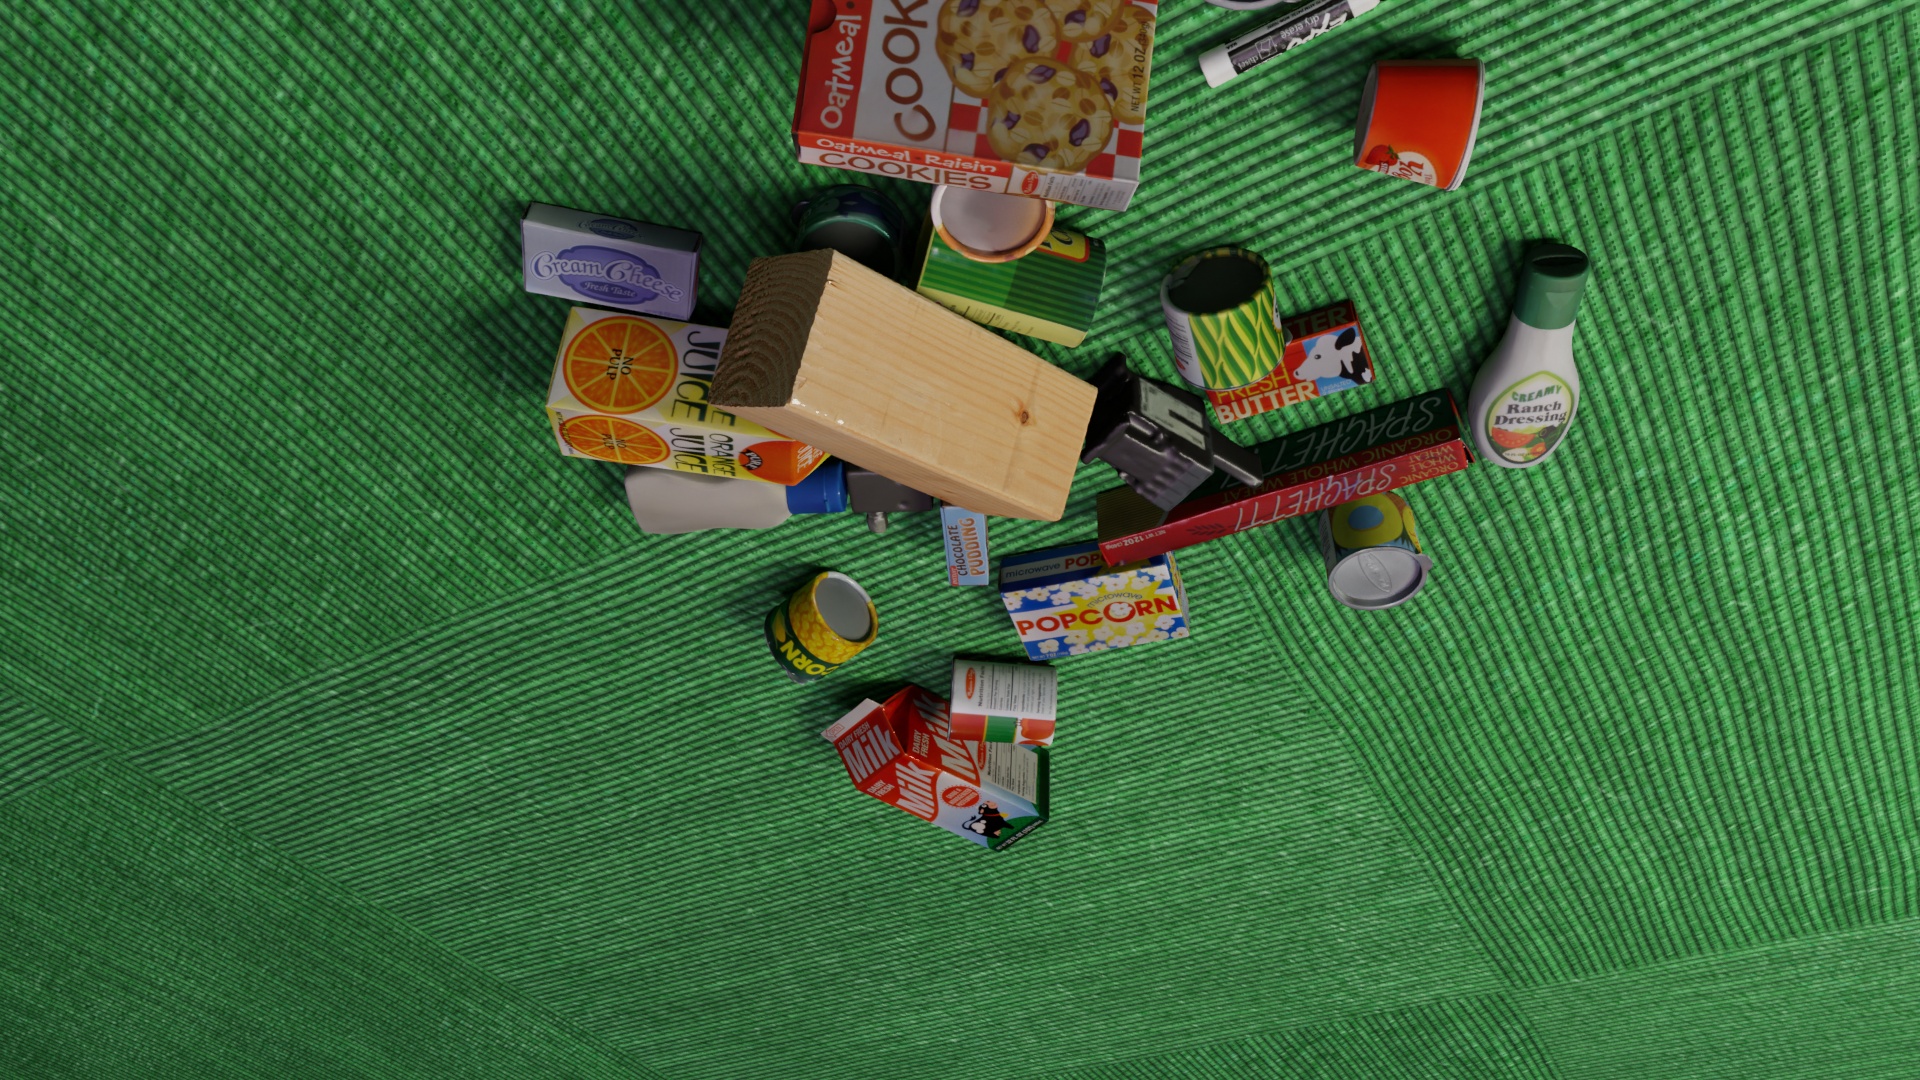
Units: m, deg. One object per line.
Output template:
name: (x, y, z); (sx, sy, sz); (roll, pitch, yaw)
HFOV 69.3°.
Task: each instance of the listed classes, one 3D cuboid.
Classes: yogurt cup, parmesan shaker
yogurt cup: (0.239, -0.221, 0.729); (0.054, 0.073, 0.072); (9, 137, 6)
parmesan shaker: (0.026, -0.157, 0.811); (0.103, 0.072, 0.071); (13, 136, -11)

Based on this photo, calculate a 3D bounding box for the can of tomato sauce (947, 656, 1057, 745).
can of tomato sauce: (0.033, 0.130, 1.112); (0.083, 0.071, 0.070); (4, 137, -1)

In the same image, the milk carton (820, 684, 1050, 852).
milk carton: (-0.020, 0.186, 1.168); (0.190, 0.074, 0.072); (29, 131, -24)

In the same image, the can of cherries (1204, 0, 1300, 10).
can of cherries: (0.124, -0.271, 0.600); (0.071, 0.059, 0.071); (1, 136, 1)

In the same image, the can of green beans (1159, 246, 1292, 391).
can of green beans: (0.156, -0.132, 0.825); (0.071, 0.071, 0.057); (-10, 134, 14)

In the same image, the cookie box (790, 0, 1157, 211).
cookie box: (0.009, -0.238, 0.683); (0.167, 0.123, 0.040); (8, 170, -4)

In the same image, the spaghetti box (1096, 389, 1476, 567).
spaghetti box: (0.211, -0.040, 0.931); (0.250, 0.050, 0.028); (-17, 134, 20)

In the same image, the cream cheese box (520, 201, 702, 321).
cream cheese box: (-0.212, -0.169, 0.843); (0.104, 0.024, 0.053); (10, 136, -6)

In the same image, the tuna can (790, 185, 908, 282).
tuna can: (-0.067, -0.174, 0.821); (0.071, 0.033, 0.070); (2, 137, 2)

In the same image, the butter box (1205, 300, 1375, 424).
butter box: (0.203, -0.111, 0.875); (0.103, 0.024, 0.053); (-15, 134, 19)

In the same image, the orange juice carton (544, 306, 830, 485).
orange juice carton: (-0.153, -0.086, 0.877); (0.193, 0.073, 0.071); (8, 157, -4)

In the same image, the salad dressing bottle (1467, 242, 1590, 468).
salad dressing bottle: (0.350, -0.111, 0.850); (0.064, 0.044, 0.146); (-3, 136, 6)

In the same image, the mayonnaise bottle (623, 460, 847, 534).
mayonnaise bottle: (-0.154, -0.035, 0.969); (0.148, 0.041, 0.064); (-2, 138, 4)

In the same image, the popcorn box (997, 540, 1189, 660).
popcorn box: (0.100, 0.042, 1.033); (0.126, 0.038, 0.085); (-11, 134, 15)

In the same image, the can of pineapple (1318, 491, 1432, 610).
can of pineapple: (0.288, 0.006, 0.968); (0.071, 0.058, 0.070); (2, 137, 2)

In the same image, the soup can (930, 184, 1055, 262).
soup can: (0.021, -0.199, 0.751); (0.071, 0.084, 0.071); (2, 137, 2)

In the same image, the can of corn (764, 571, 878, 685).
can of corn: (-0.105, 0.066, 1.050); (0.071, 0.071, 0.058); (34, 128, -28)

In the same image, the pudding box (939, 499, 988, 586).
pudding box: (0.003, -0.012, 0.975); (0.030, 0.050, 0.083); (-2, 136, 4)
